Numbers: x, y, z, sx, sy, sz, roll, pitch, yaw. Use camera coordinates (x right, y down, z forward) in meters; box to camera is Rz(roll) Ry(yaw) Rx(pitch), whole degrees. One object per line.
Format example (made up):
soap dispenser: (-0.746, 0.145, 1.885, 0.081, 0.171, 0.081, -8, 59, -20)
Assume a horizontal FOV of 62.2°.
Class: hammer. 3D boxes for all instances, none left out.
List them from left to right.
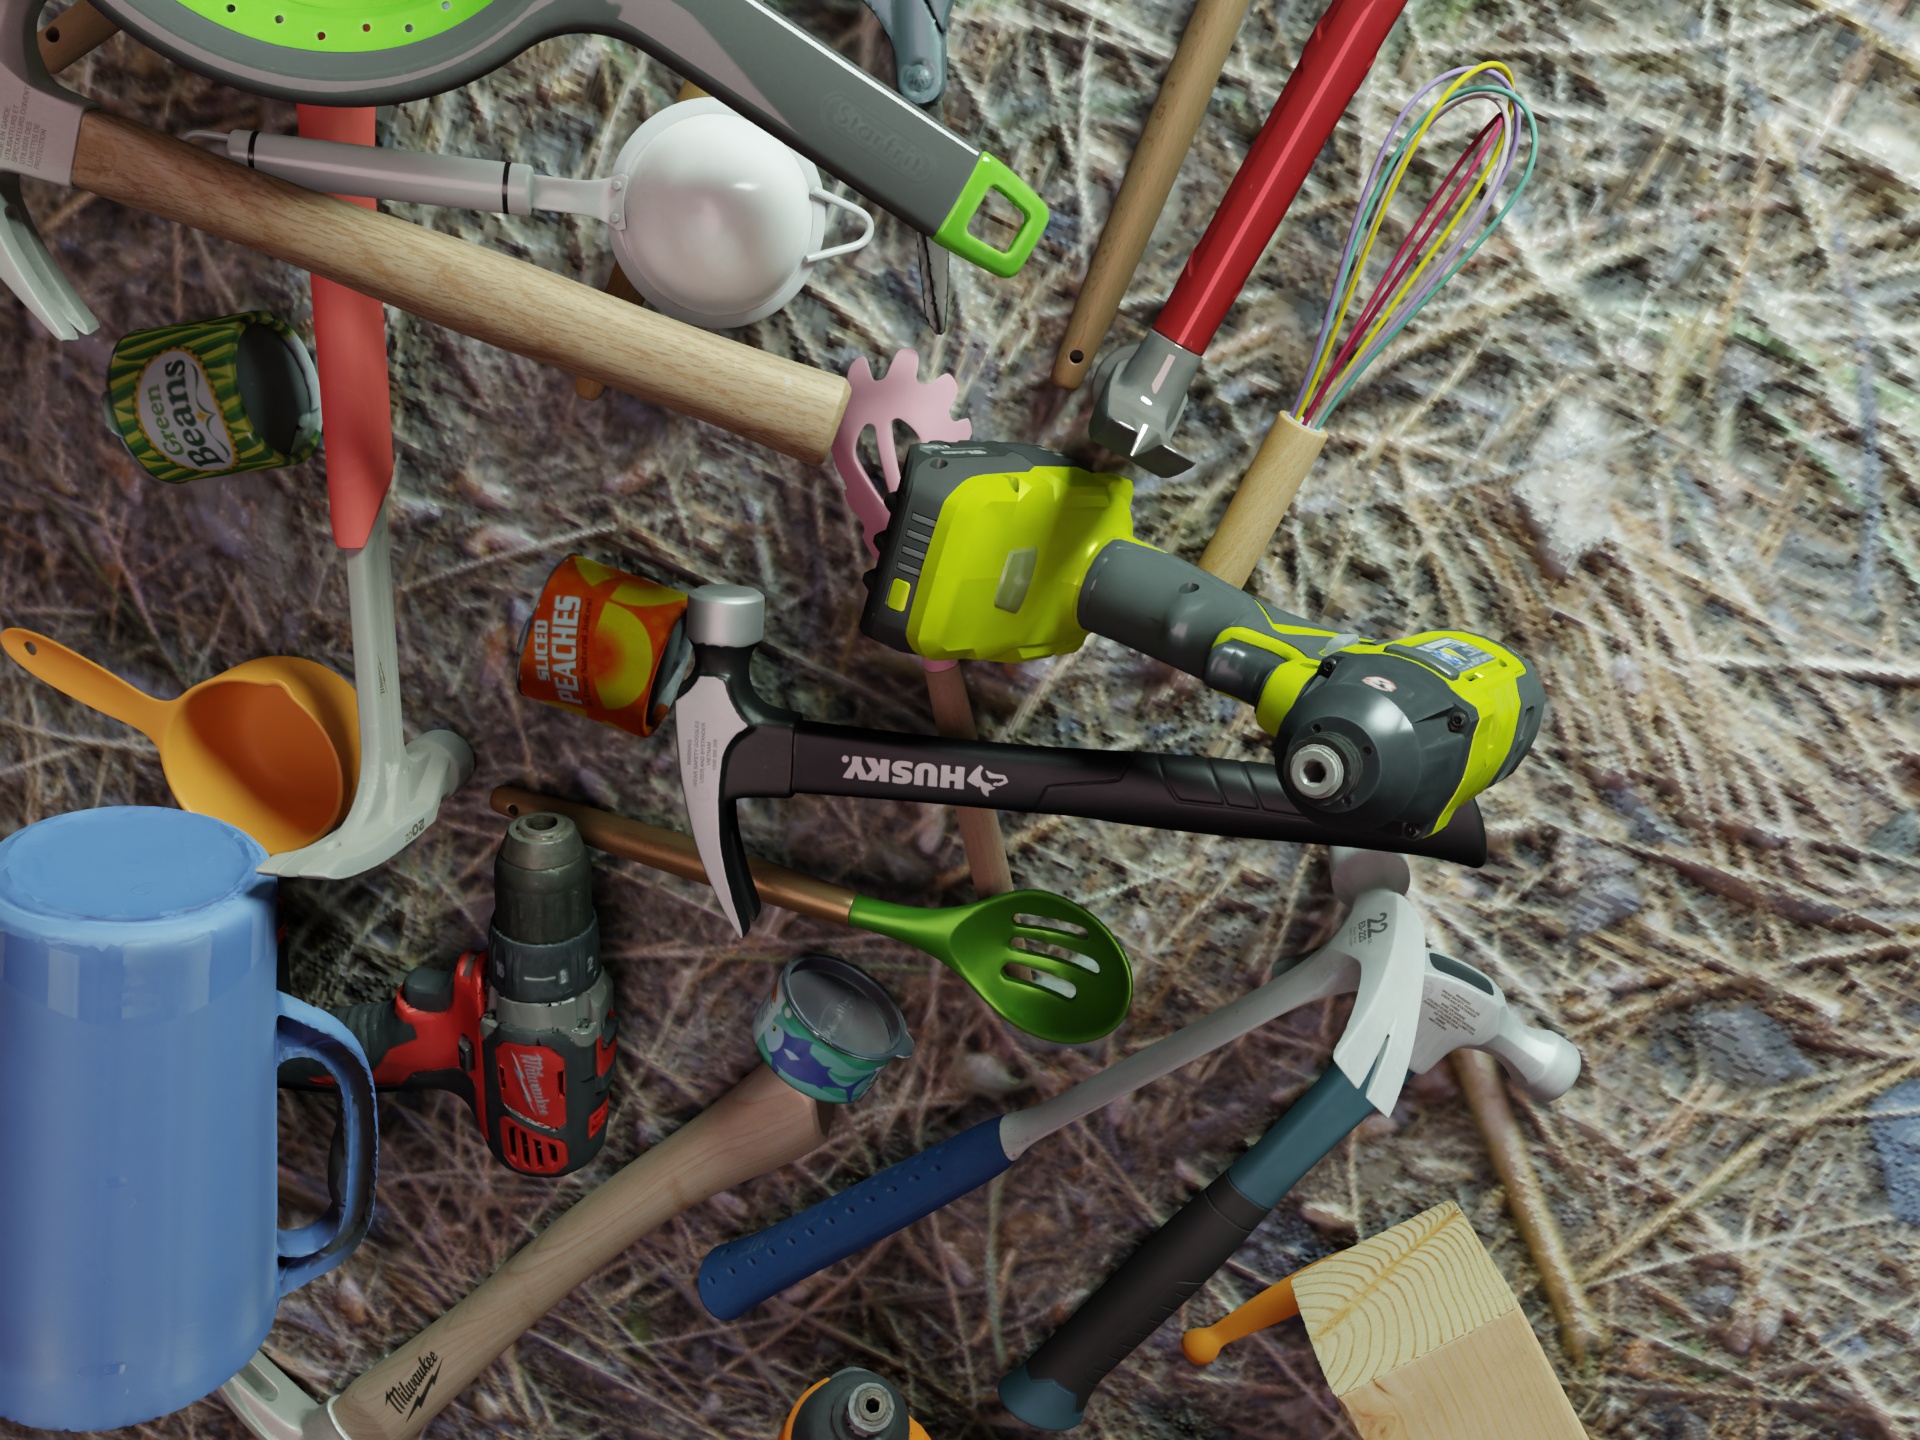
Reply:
hammer: (-0.250, -0.120, 0.647, 0.036, 0.149, 0.359, 2, 104, 5)
hammer: (-0.201, -0.163, 0.578, 0.331, 0.031, 0.130, 19, 111, -10)
hammer: (-0.228, 0.286, 0.833, 0.410, 0.038, 0.146, -40, 98, 19)
hammer: (0.030, 0.188, 0.720, 0.405, 0.144, 0.035, -34, 109, 25)
hammer: (0.047, 0.031, 0.660, 0.335, 0.035, 0.146, 6, 105, 5)
hammer: (0.130, 0.233, 0.758, 0.128, 0.033, 0.331, 36, 111, -6)
hammer: (0.149, -0.260, 0.532, 0.038, 0.143, 0.386, 28, 107, -5)

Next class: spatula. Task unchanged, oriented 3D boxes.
spatula: (0.097, -0.267, 0.579, 0.082, 0.044, 0.317, 21, 112, -3)

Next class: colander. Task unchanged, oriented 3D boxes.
colander: (-0.145, -0.275, 0.558, 0.396, 0.095, 0.204, 29, 100, -19)

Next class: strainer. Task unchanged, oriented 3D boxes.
strainer: (-0.159, -0.198, 0.602, 0.258, 0.050, 0.086, 4, 111, -9)

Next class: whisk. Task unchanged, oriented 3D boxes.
whisk: (0.148, -0.135, 0.622, 0.051, 0.047, 0.245, 31, 116, 10)

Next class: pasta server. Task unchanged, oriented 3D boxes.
pasta server: (-0.001, -0.002, 0.700, 0.060, 0.040, 0.316, -9, 112, 12)

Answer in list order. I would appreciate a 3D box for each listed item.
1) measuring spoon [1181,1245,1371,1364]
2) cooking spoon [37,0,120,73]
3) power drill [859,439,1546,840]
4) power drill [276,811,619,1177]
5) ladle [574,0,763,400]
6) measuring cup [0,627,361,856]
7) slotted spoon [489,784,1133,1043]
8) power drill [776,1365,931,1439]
measuring spoon: (0.158, 0.290, 0.786, 0.117, 0.011, 0.021, -36, 101, 19)
cooking spoon: (-0.220, -0.336, 0.592, 0.319, 0.017, 0.068, -31, 96, 7)
power drill: (0.081, -0.029, 0.570, 0.223, 0.171, 0.080, 26, 110, 27)
power drill: (-0.275, 0.120, 0.755, 0.226, 0.080, 0.187, 7, 116, 3)
ladle: (-0.091, -0.260, 0.609, 0.069, 0.031, 0.315, 31, 117, 1)
measuring cup: (-0.353, -0.006, 0.740, 0.173, 0.052, 0.095, 28, 111, 0)
slotted spoon: (-0.072, 0.076, 0.724, 0.314, 0.031, 0.070, 16, 111, 11)
power drill: (0.018, 0.387, 0.780, 0.226, 0.084, 0.164, 21, 141, 1)
